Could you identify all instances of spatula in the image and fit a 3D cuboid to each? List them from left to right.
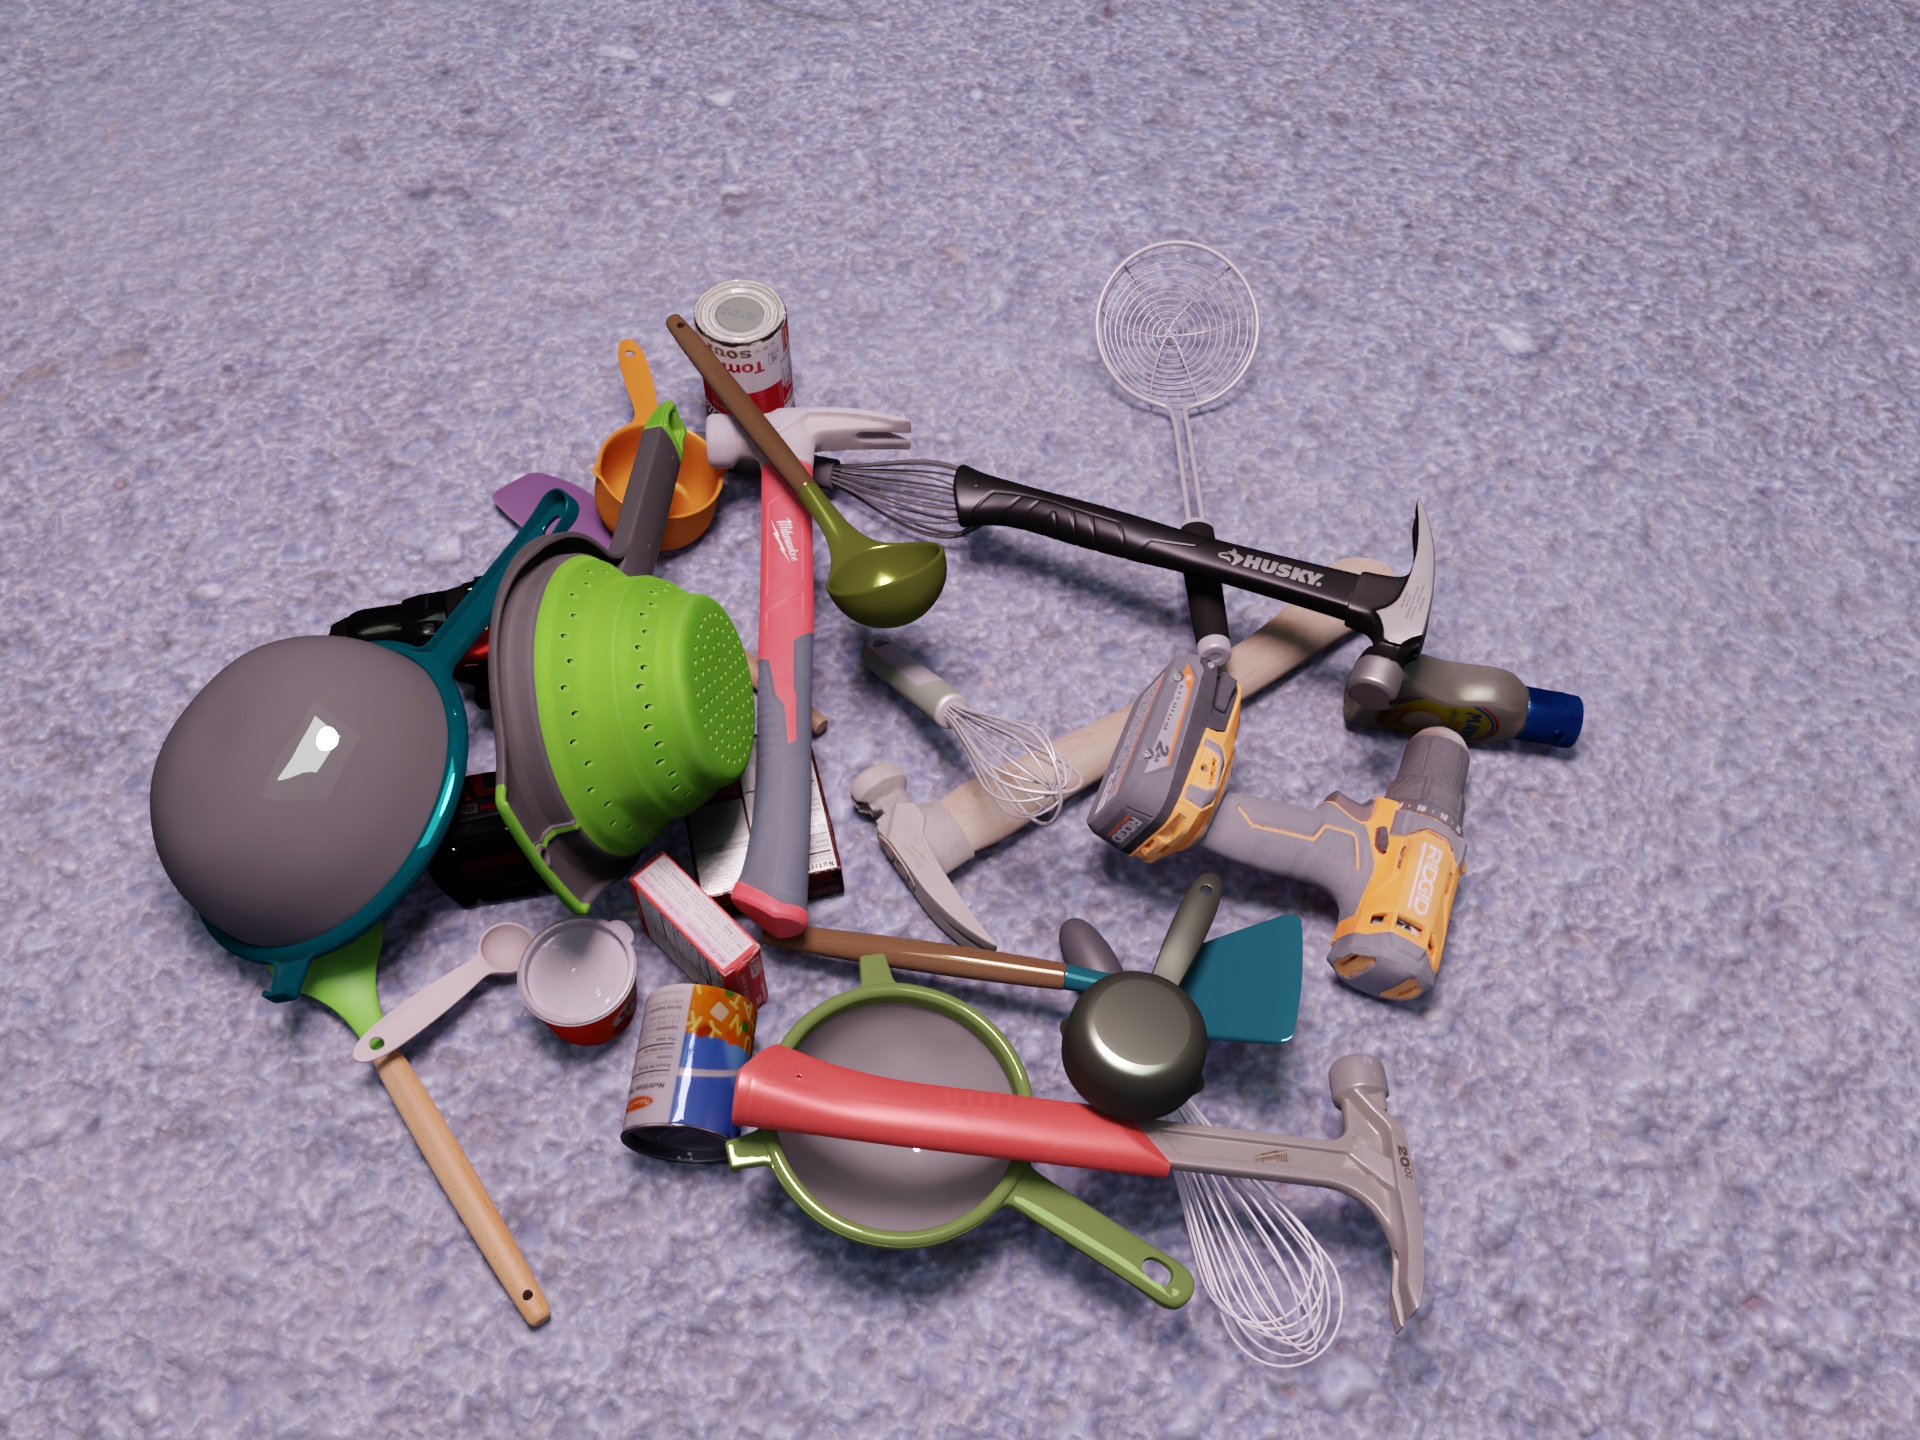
[{"bbox_3d":[-0.208,-0.087,1.110,0.316,0.018,0.060,38,55,21],"label":"spatula"},{"bbox_3d":[0.035,0.138,0.924,0.317,0.044,0.082,6,53,10],"label":"spatula"}]

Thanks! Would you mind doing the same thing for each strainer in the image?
[{"bbox_3d":[-0.361,-0.020,0.936,0.211,0.095,0.340,37,87,36],"label":"strainer"},{"bbox_3d":[0.008,0.253,0.876,0.256,0.069,0.151,30,54,10],"label":"strainer"}]

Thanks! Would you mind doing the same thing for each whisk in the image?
[{"bbox_3d":[-0.092,-0.177,1.158,0.239,0.055,0.055,14,58,13],"label":"whisk"},{"bbox_3d":[-0.002,-0.003,0.997,0.058,0.059,0.247,-14,30,-26],"label":"whisk"},{"bbox_3d":[0.126,0.227,0.903,0.070,0.070,0.285,-20,56,-14],"label":"whisk"}]

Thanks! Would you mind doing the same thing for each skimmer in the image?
[{"bbox_3d":[0.166,-0.200,1.132,0.127,0.090,0.364,1,50,-2],"label":"skimmer"}]

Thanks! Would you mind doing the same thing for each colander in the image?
[{"bbox_3d":[-0.175,-0.072,0.966,0.094,0.204,0.398,-8,46,12],"label":"colander"}]

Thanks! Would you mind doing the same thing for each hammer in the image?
[{"bbox_3d":[-0.097,-0.046,1.025,0.143,0.038,0.387,-2,60,-3],"label":"hammer"},{"bbox_3d":[0.060,0.225,0.832,0.359,0.036,0.149,8,44,-4],"label":"hammer"},{"bbox_3d":[0.137,0.005,1.052,0.410,0.038,0.146,-29,64,-18],"label":"hammer"},{"bbox_3d":[0.146,-0.116,1.048,0.335,0.035,0.146,18,62,20],"label":"hammer"}]

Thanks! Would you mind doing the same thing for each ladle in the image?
[{"bbox_3d":[-0.115,-0.177,1.049,0.078,0.062,0.320,-27,62,-21],"label":"ladle"}]

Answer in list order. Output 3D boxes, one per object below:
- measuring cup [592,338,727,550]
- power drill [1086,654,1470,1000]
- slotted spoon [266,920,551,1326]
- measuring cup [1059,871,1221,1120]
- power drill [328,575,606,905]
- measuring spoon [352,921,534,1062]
[{"bbox_3d":[-0.228,-0.198,1.151,0.095,0.052,0.174,-6,58,-22],"label":"measuring cup"},{"bbox_3d":[0.211,0.045,0.985,0.226,0.084,0.185,28,60,-4],"label":"power drill"},{"bbox_3d":[-0.317,0.212,0.915,0.070,0.031,0.314,-30,65,-23],"label":"slotted spoon"},{"bbox_3d":[0.112,0.137,0.865,0.083,0.038,0.168,22,53,13],"label":"measuring cup"},{"bbox_3d":[-0.308,0.000,1.021,0.188,0.080,0.227,-9,56,-7],"label":"power drill"},{"bbox_3d":[-0.304,0.163,0.939,0.034,0.018,0.124,42,54,15],"label":"measuring spoon"}]
